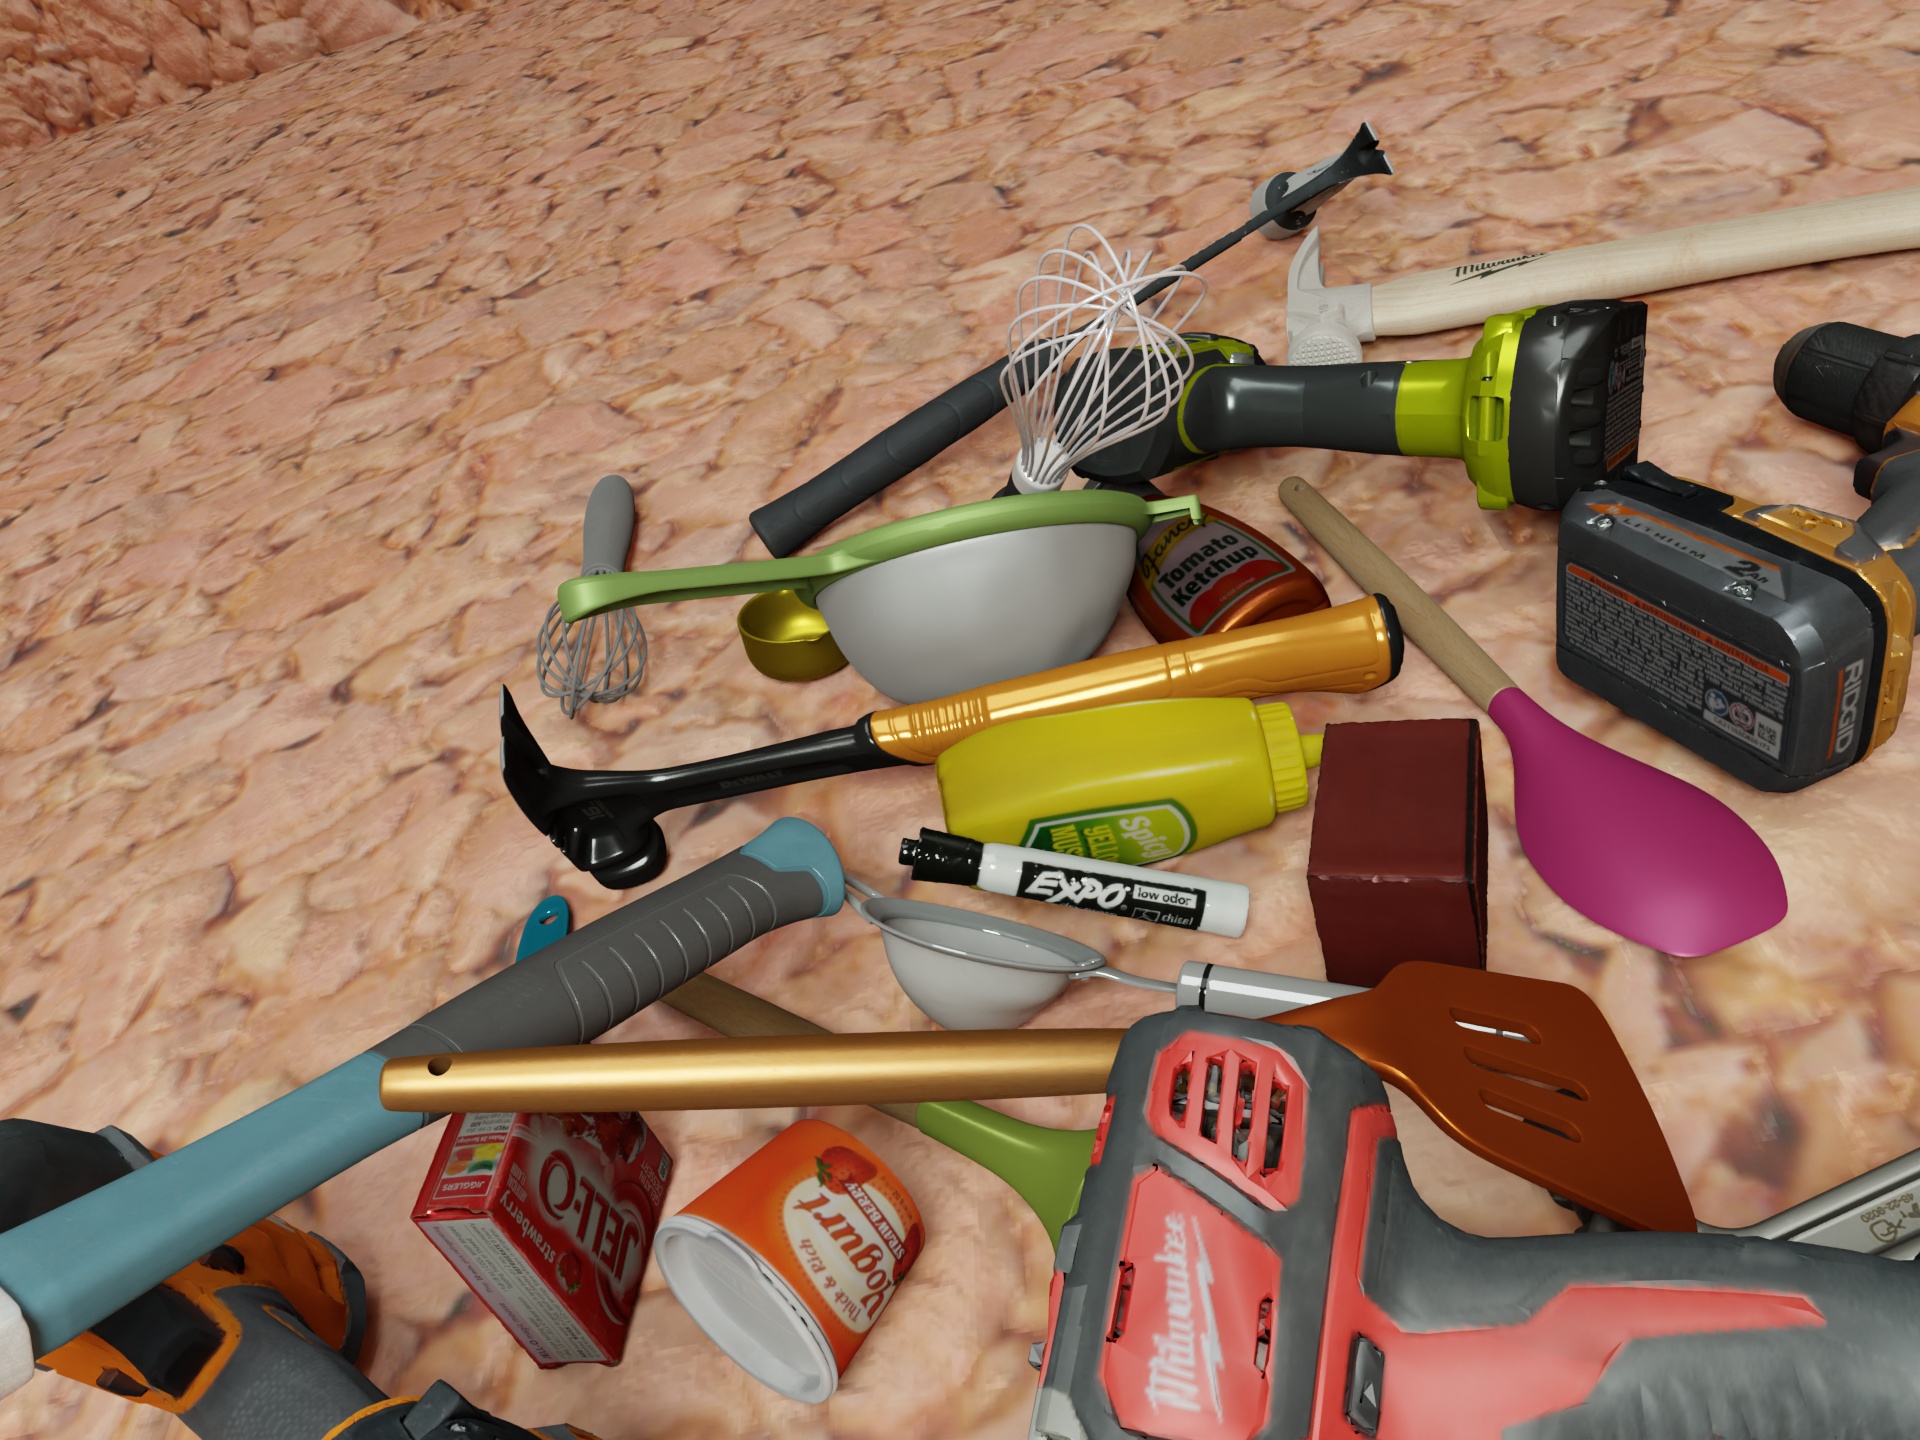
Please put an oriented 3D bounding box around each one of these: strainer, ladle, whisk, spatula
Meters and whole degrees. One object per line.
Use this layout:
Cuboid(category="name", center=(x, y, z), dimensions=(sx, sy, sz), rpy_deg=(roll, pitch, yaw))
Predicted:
Cuboid(category="strainer", center=(0.068, 0.089, 0.517), dimensions=(0.258, 0.050, 0.086), rpy_deg=(6, 0, 22))
Cuboid(category="ladle", center=(-0.035, 0.113, 0.520), dimensions=(0.320, 0.062, 0.078), rpy_deg=(15, 68, 41))
Cuboid(category="whisk", center=(0.038, -0.110, 0.627), dimensions=(0.070, 0.070, 0.284), rpy_deg=(-27, -6, -10))
Cuboid(category="strainer", center=(-0.031, -0.035, 0.621), dimensions=(0.256, 0.069, 0.151), rpy_deg=(-10, -5, -37))
Cuboid(category="whisk", center=(-0.189, -0.076, 0.833), dimensions=(0.055, 0.055, 0.239), rpy_deg=(-17, 33, 3))
Cuboid(category="spatula", center=(0.023, 0.091, 0.396), dimensions=(0.322, 0.041, 0.081), rpy_deg=(-1, 41, -3))

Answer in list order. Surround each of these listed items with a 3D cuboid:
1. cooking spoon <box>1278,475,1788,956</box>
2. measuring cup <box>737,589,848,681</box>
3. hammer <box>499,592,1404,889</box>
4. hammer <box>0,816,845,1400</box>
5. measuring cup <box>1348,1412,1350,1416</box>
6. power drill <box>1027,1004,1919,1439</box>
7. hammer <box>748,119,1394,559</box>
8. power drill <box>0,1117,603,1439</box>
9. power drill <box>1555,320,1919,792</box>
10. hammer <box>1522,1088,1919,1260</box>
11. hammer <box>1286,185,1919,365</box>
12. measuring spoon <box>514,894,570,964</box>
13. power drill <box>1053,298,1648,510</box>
Cuboid(category="cooking spoon", center=(0.196, -0.021, 0.614), dimensions=(0.069, 0.017, 0.319), rpy_deg=(-21, 38, -4))
Cuboid(category="measuring cup", center=(-0.029, -0.054, 0.759), dimensions=(0.156, 0.029, 0.062), rpy_deg=(-16, 34, -15))
Cuboid(category="hammer", center=(-0.001, -0.002, 0.604), dimensions=(0.337, 0.127, 0.034), rpy_deg=(-12, 62, 4))
Cuboid(category="hammer", center=(-0.140, 0.093, 0.425), dimensions=(0.128, 0.033, 0.331), rpy_deg=(21, 27, 27))
Cuboid(category="measuring cup", center=(0.129, 0.202, 0.336), dimensions=(0.095, 0.052, 0.174), rpy_deg=(-34, 37, -18))
Cuboid(category="power drill", center=(0.119, 0.163, 0.296), dimensions=(0.227, 0.080, 0.188), rpy_deg=(9, 65, 13))
Cuboid(category="hammer", center=(0.061, -0.205, 0.860), dimensions=(0.409, 0.036, 0.149), rpy_deg=(-35, 10, -12))
Cuboid(category="power drill", center=(-0.184, 0.179, 0.413), dimensions=(0.227, 0.164, 0.084), rpy_deg=(19, 65, 37))
Cuboid(category="power drill", center=(0.325, -0.080, 0.585), dimensions=(0.226, 0.084, 0.186), rpy_deg=(-25, 37, -15))
Cuboid(category="hammer", center=(0.330, 0.081, 0.379), dimensions=(0.359, 0.036, 0.149), rpy_deg=(-26, 36, 4))
Cuboid(category="hammer", center=(0.372, -0.239, 0.797), dimensions=(0.410, 0.038, 0.146), rpy_deg=(-6, 38, 17))
Cuboid(category="measuring spoon", center=(-0.161, 0.110, 0.616), dimensions=(0.042, 0.021, 0.129), rpy_deg=(-18, 28, 1))
Cuboid(category="power drill", center=(0.176, -0.142, 0.702), dimensions=(0.223, 0.080, 0.171), rpy_deg=(7, 19, 30))
